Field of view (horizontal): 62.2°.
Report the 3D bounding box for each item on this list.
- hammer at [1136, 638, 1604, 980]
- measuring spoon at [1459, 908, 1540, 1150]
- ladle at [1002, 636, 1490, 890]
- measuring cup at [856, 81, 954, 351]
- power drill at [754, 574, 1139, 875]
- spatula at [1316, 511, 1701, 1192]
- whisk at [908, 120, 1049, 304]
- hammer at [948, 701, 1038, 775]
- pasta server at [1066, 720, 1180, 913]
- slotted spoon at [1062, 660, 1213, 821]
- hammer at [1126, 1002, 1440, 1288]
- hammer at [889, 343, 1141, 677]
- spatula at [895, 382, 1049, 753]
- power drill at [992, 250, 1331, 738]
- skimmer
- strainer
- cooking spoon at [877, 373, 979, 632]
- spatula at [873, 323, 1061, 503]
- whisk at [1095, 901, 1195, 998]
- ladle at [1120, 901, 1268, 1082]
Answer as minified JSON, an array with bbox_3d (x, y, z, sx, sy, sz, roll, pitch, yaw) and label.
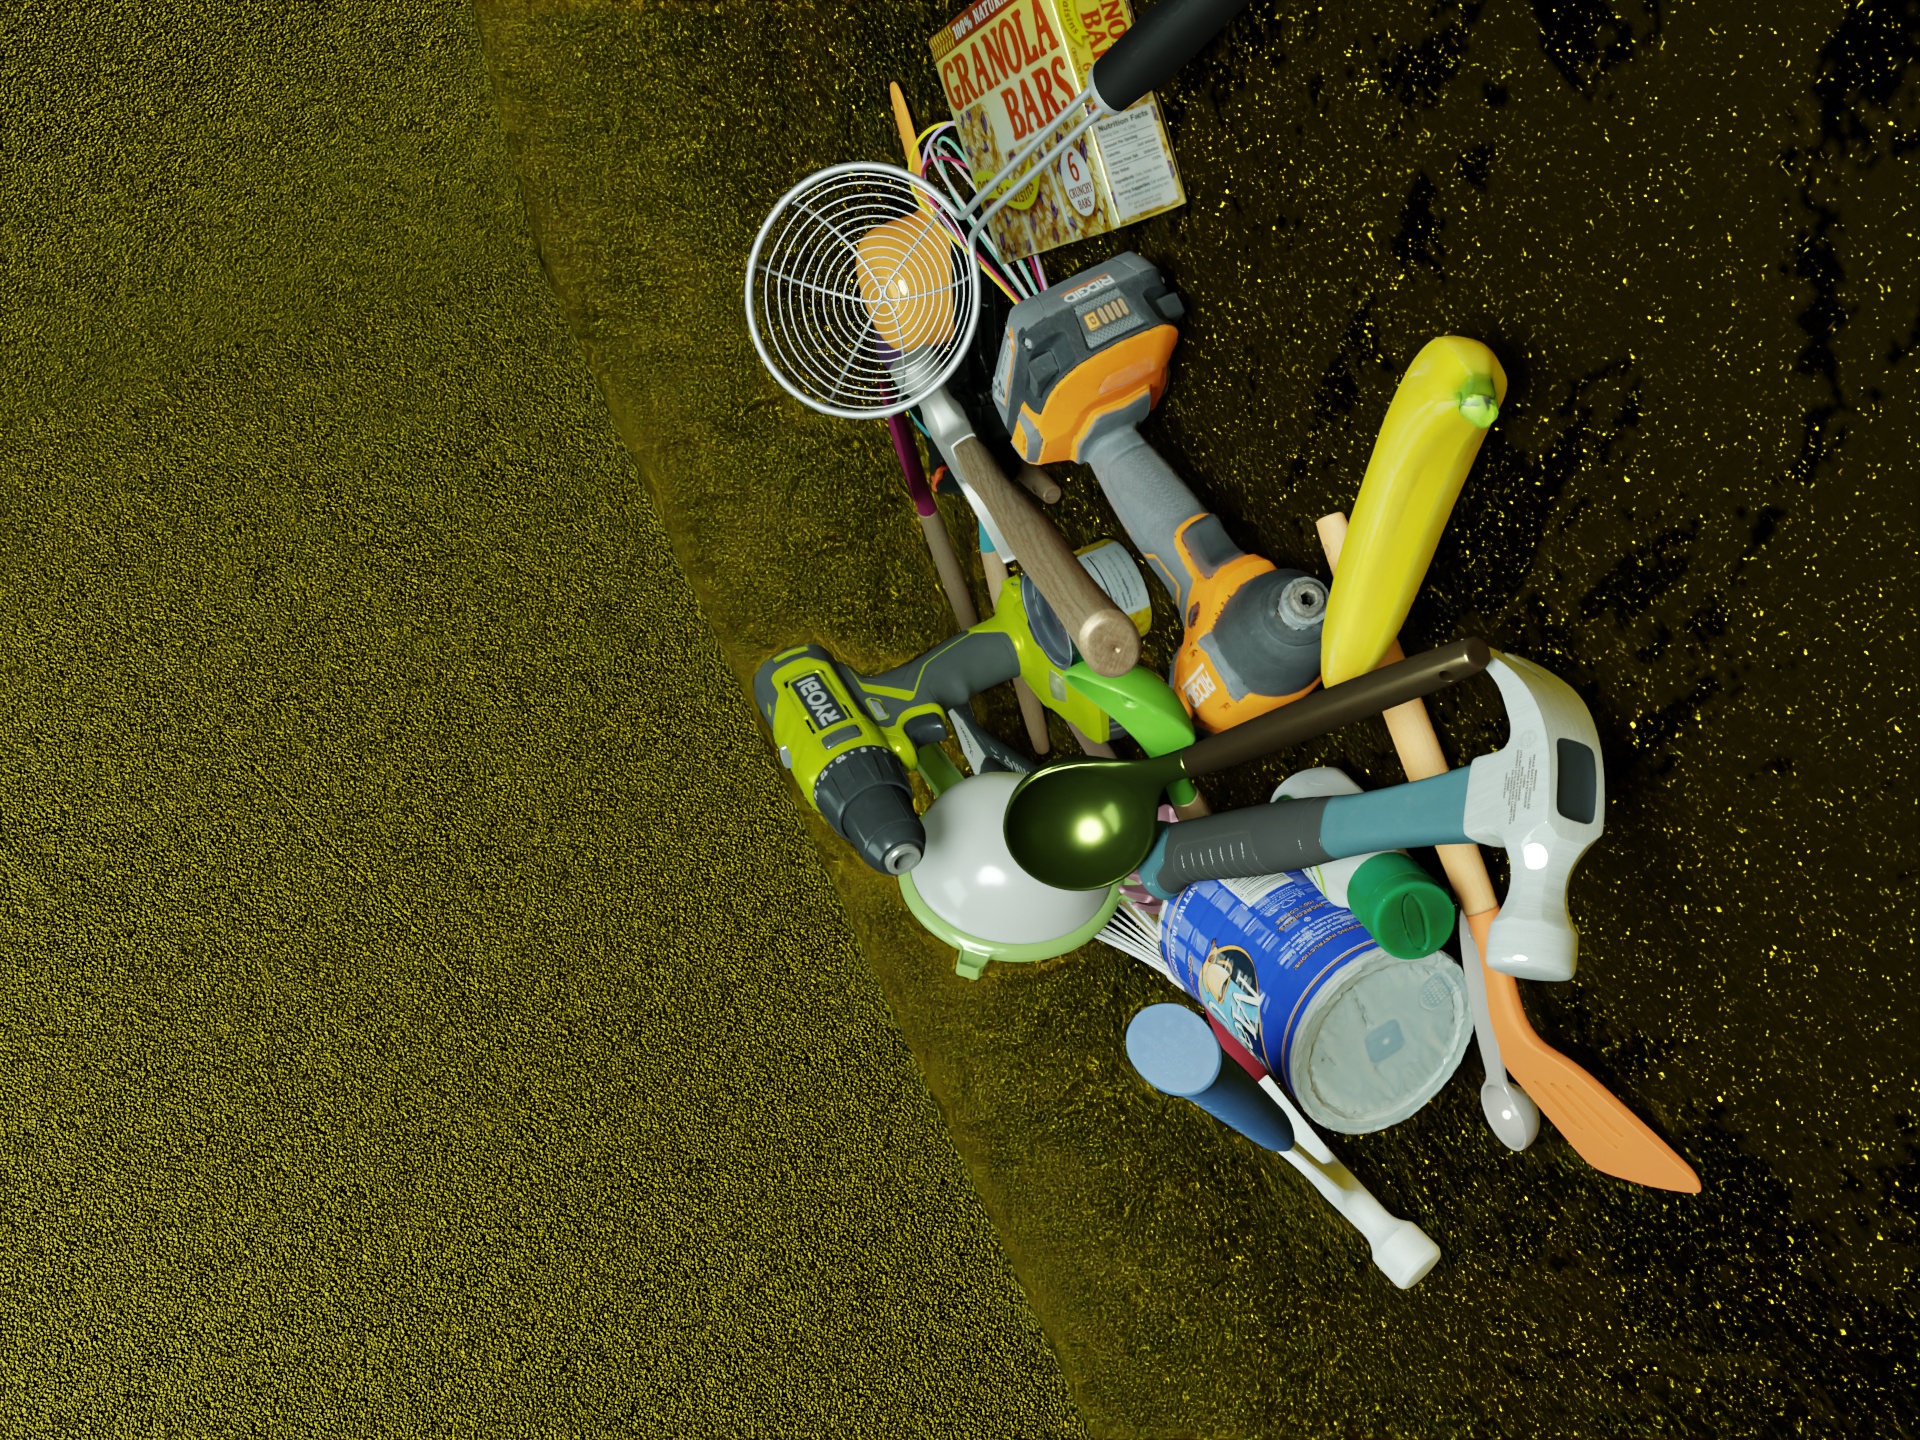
[{"bbox_3d":[0.159,0.049,0.699,0.331,0.033,0.128,155,130,-69],"label":"hammer"},{"bbox_3d":[0.256,0.144,0.753,0.034,0.018,0.124,-156,52,-73],"label":"measuring spoon"},{"bbox_3d":[0.116,0.022,0.715,0.078,0.062,0.320,35,154,-14],"label":"ladle"},{"bbox_3d":[-0.043,-0.325,1.045,0.095,0.052,0.173,50,161,50],"label":"measuring cup"},{"bbox_3d":[-0.002,-0.003,1.029,0.191,0.228,0.080,54,161,43],"label":"power drill"},{"bbox_3d":[0.227,0.057,0.698,0.081,0.041,0.323,139,112,-76],"label":"spatula"},{"bbox_3d":[0.039,-0.234,0.899,0.245,0.047,0.051,61,158,9],"label":"whisk"},{"bbox_3d":[0.083,0.055,1.173,0.409,0.036,0.149,32,150,62],"label":"hammer"},{"bbox_3d":[0.092,0.021,1.074,0.040,0.060,0.317,38,-164,-39],"label":"pasta server"},{"bbox_3d":[0.128,0.052,0.880,0.070,0.031,0.313,23,160,35],"label":"slotted spoon"},{"bbox_3d":[0.158,0.208,0.816,0.144,0.035,0.405,44,179,33],"label":"hammer"},{"bbox_3d":[0.033,-0.104,0.856,0.130,0.031,0.332,57,-177,-30],"label":"hammer"},{"bbox_3d":[0.018,-0.104,1.193,0.082,0.044,0.317,-112,5,-60],"label":"spatula"},{"bbox_3d":[0.104,-0.105,0.768,0.226,0.084,0.164,61,170,8],"label":"power drill"},{"bbox_3d":[0.011,-0.241,0.702,0.363,0.090,0.127,-20,96,60],"label":"skimmer"},{"bbox_3d":[0.009,0.045,1.069,0.257,0.151,0.069,52,151,36],"label":"strainer"},{"bbox_3d":[-0.019,-0.145,1.202,0.318,0.017,0.069,68,-177,-58],"label":"cooking spoon"},{"bbox_3d":[-0.005,-0.228,1.133,0.316,0.018,0.059,-127,26,-48],"label":"spatula"},{"bbox_3d":[0.126,0.150,1.061,0.285,0.070,0.070,36,150,34],"label":"whisk"},{"bbox_3d":[0.142,0.153,1.161,0.069,0.031,0.316,46,-176,-36],"label":"ladle"}]
